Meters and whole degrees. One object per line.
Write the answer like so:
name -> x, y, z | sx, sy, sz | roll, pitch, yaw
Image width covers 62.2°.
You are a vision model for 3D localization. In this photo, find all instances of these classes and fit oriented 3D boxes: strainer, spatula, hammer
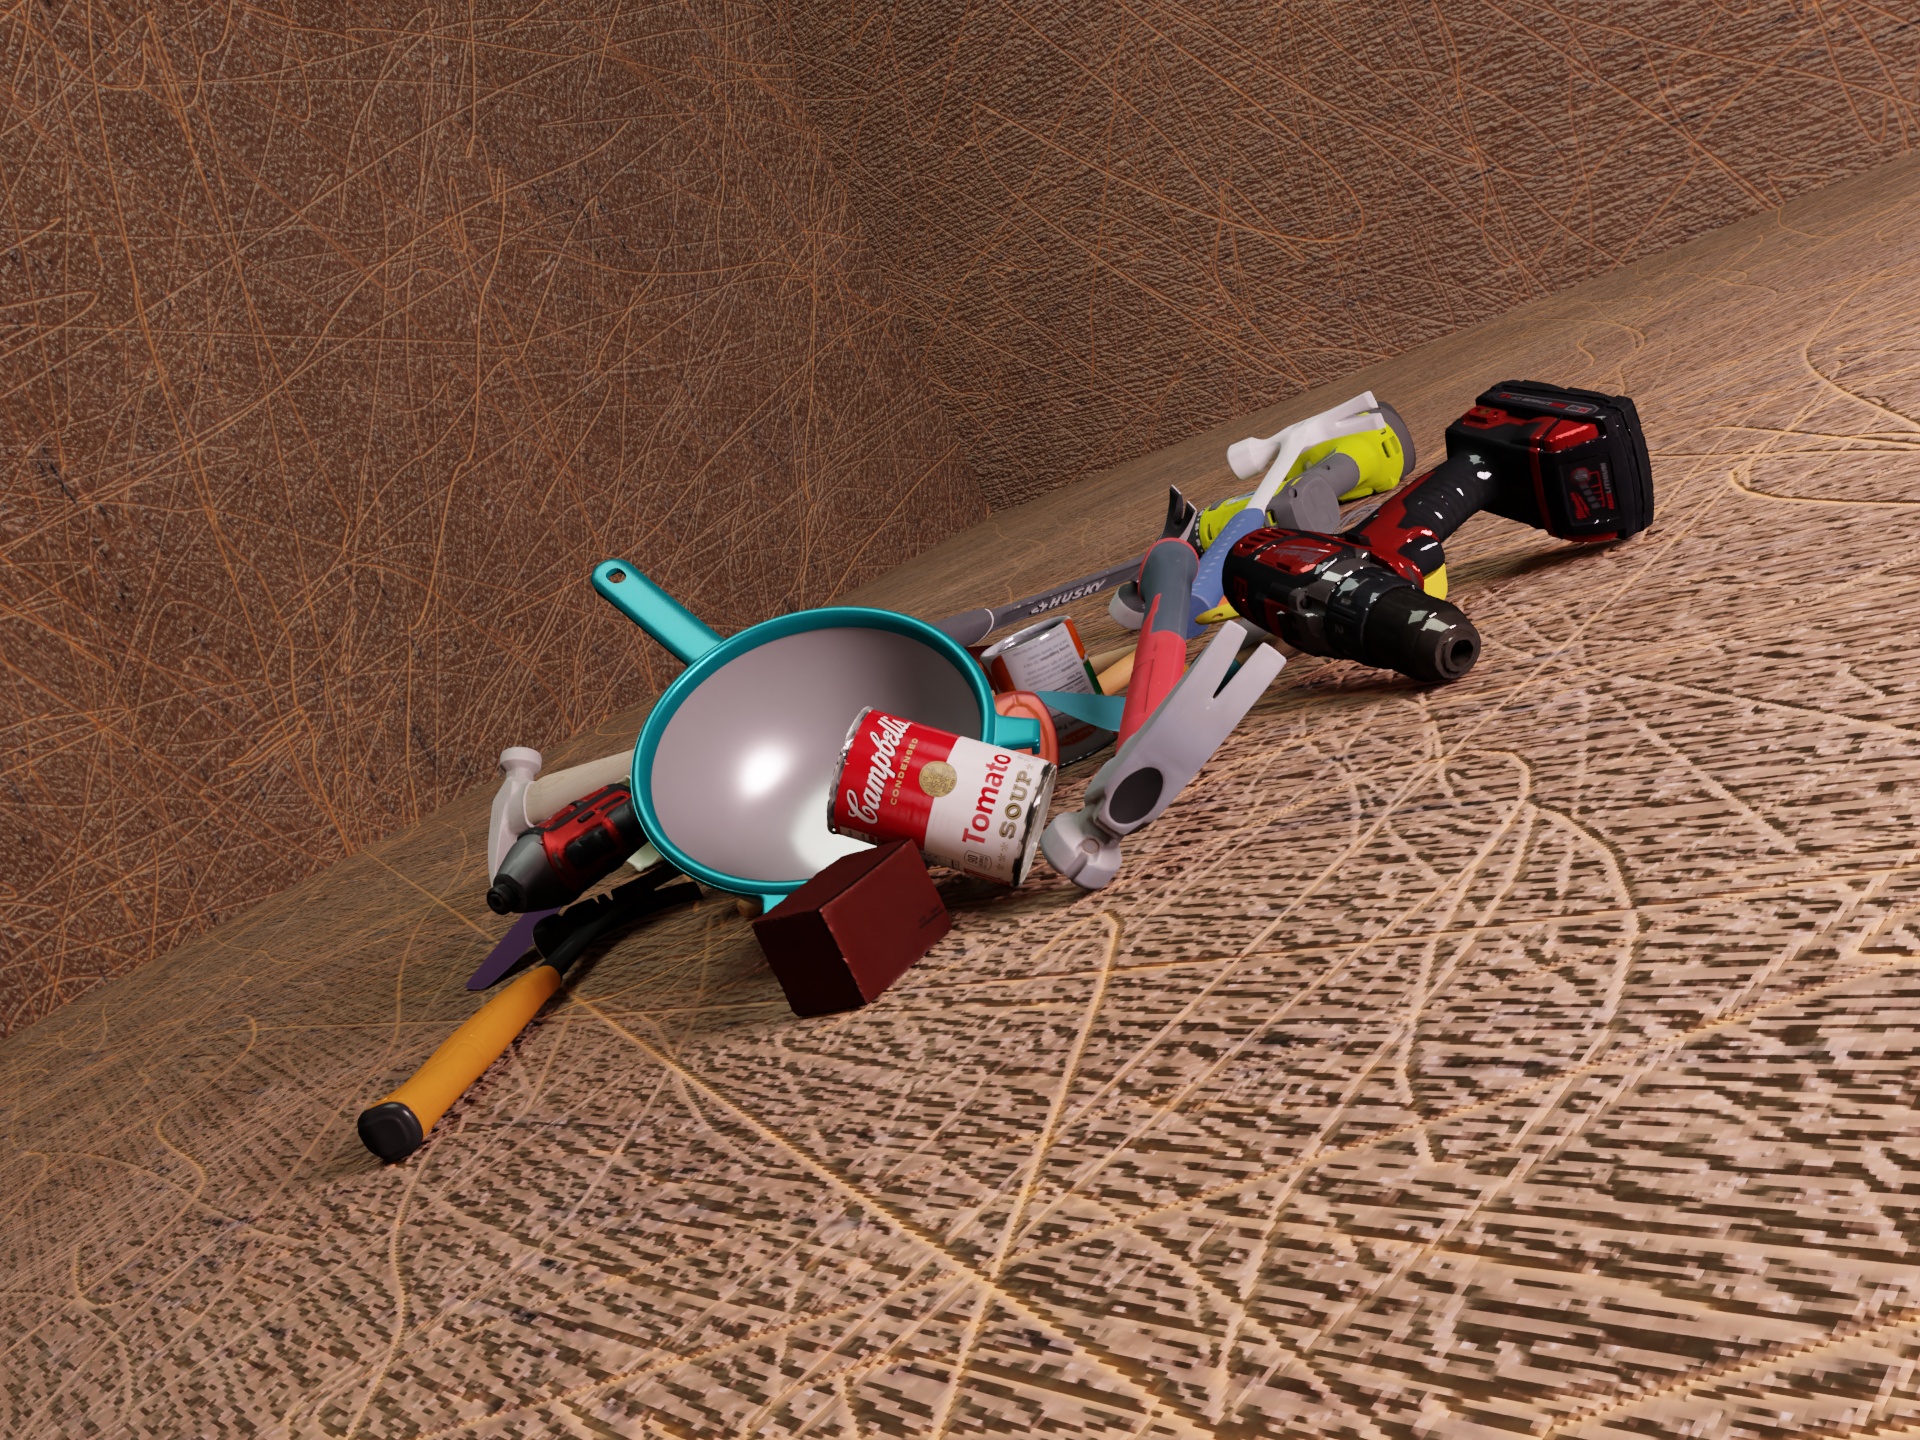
strainer -> -0.118, 0.007, 0.965 | 0.211, 0.095, 0.341 | -38, 51, -20
spatula -> 0.175, -0.062, 1.175 | 0.322, 0.041, 0.081 | -34, 13, -23
spatula -> -0.277, 0.090, 1.254 | 0.060, 0.018, 0.316 | -11, 36, 49
hammer -> 0.030, -0.080, 1.223 | 0.409, 0.036, 0.149 | -22, -28, -37
hammer -> -0.266, 0.044, 1.394 | 0.410, 0.146, 0.038 | -19, -31, 31
hammer -> -0.267, 0.172, 0.985 | 0.127, 0.034, 0.337 | -24, 9, 14
hammer -> 0.236, -0.167, 1.259 | 0.144, 0.035, 0.406 | -19, 18, 32
hammer -> 0.119, -0.049, 0.879 | 0.143, 0.038, 0.386 | -53, 5, 23
spatula -> 0.193, -0.053, 1.009 | 0.317, 0.044, 0.082 | -28, 29, -25

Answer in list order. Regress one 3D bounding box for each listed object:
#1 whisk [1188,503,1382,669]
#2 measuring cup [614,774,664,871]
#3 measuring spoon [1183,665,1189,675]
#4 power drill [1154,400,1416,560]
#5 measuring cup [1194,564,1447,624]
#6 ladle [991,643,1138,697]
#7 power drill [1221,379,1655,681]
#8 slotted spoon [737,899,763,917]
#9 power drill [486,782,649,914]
whisk -> 0.234, -0.087, 1.085 | 0.239, 0.055, 0.055 | -35, 13, -29
measuring cup -> -0.226, 0.084, 1.308 | 0.168, 0.083, 0.038 | 3, 14, 38
measuring spoon -> 0.194, -0.054, 1.104 | 0.117, 0.011, 0.021 | -27, 9, -9
power drill -> 0.303, -0.208, 1.486 | 0.228, 0.080, 0.190 | -36, 15, -37
measuring cup -> 0.225, -0.071, 0.994 | 0.156, 0.029, 0.062 | -13, 27, 21
ladle -> -0.002, -0.004, 1.216 | 0.320, 0.078, 0.062 | -19, 6, -1
power drill -> 0.281, -0.101, 0.894 | 0.226, 0.080, 0.188 | -30, 27, -13
slotted spoon -> -0.031, 0.048, 1.087 | 0.314, 0.031, 0.070 | -34, 7, -35
power drill -> -0.226, 0.072, 1.095 | 0.219, 0.078, 0.143 | -24, 9, 37
